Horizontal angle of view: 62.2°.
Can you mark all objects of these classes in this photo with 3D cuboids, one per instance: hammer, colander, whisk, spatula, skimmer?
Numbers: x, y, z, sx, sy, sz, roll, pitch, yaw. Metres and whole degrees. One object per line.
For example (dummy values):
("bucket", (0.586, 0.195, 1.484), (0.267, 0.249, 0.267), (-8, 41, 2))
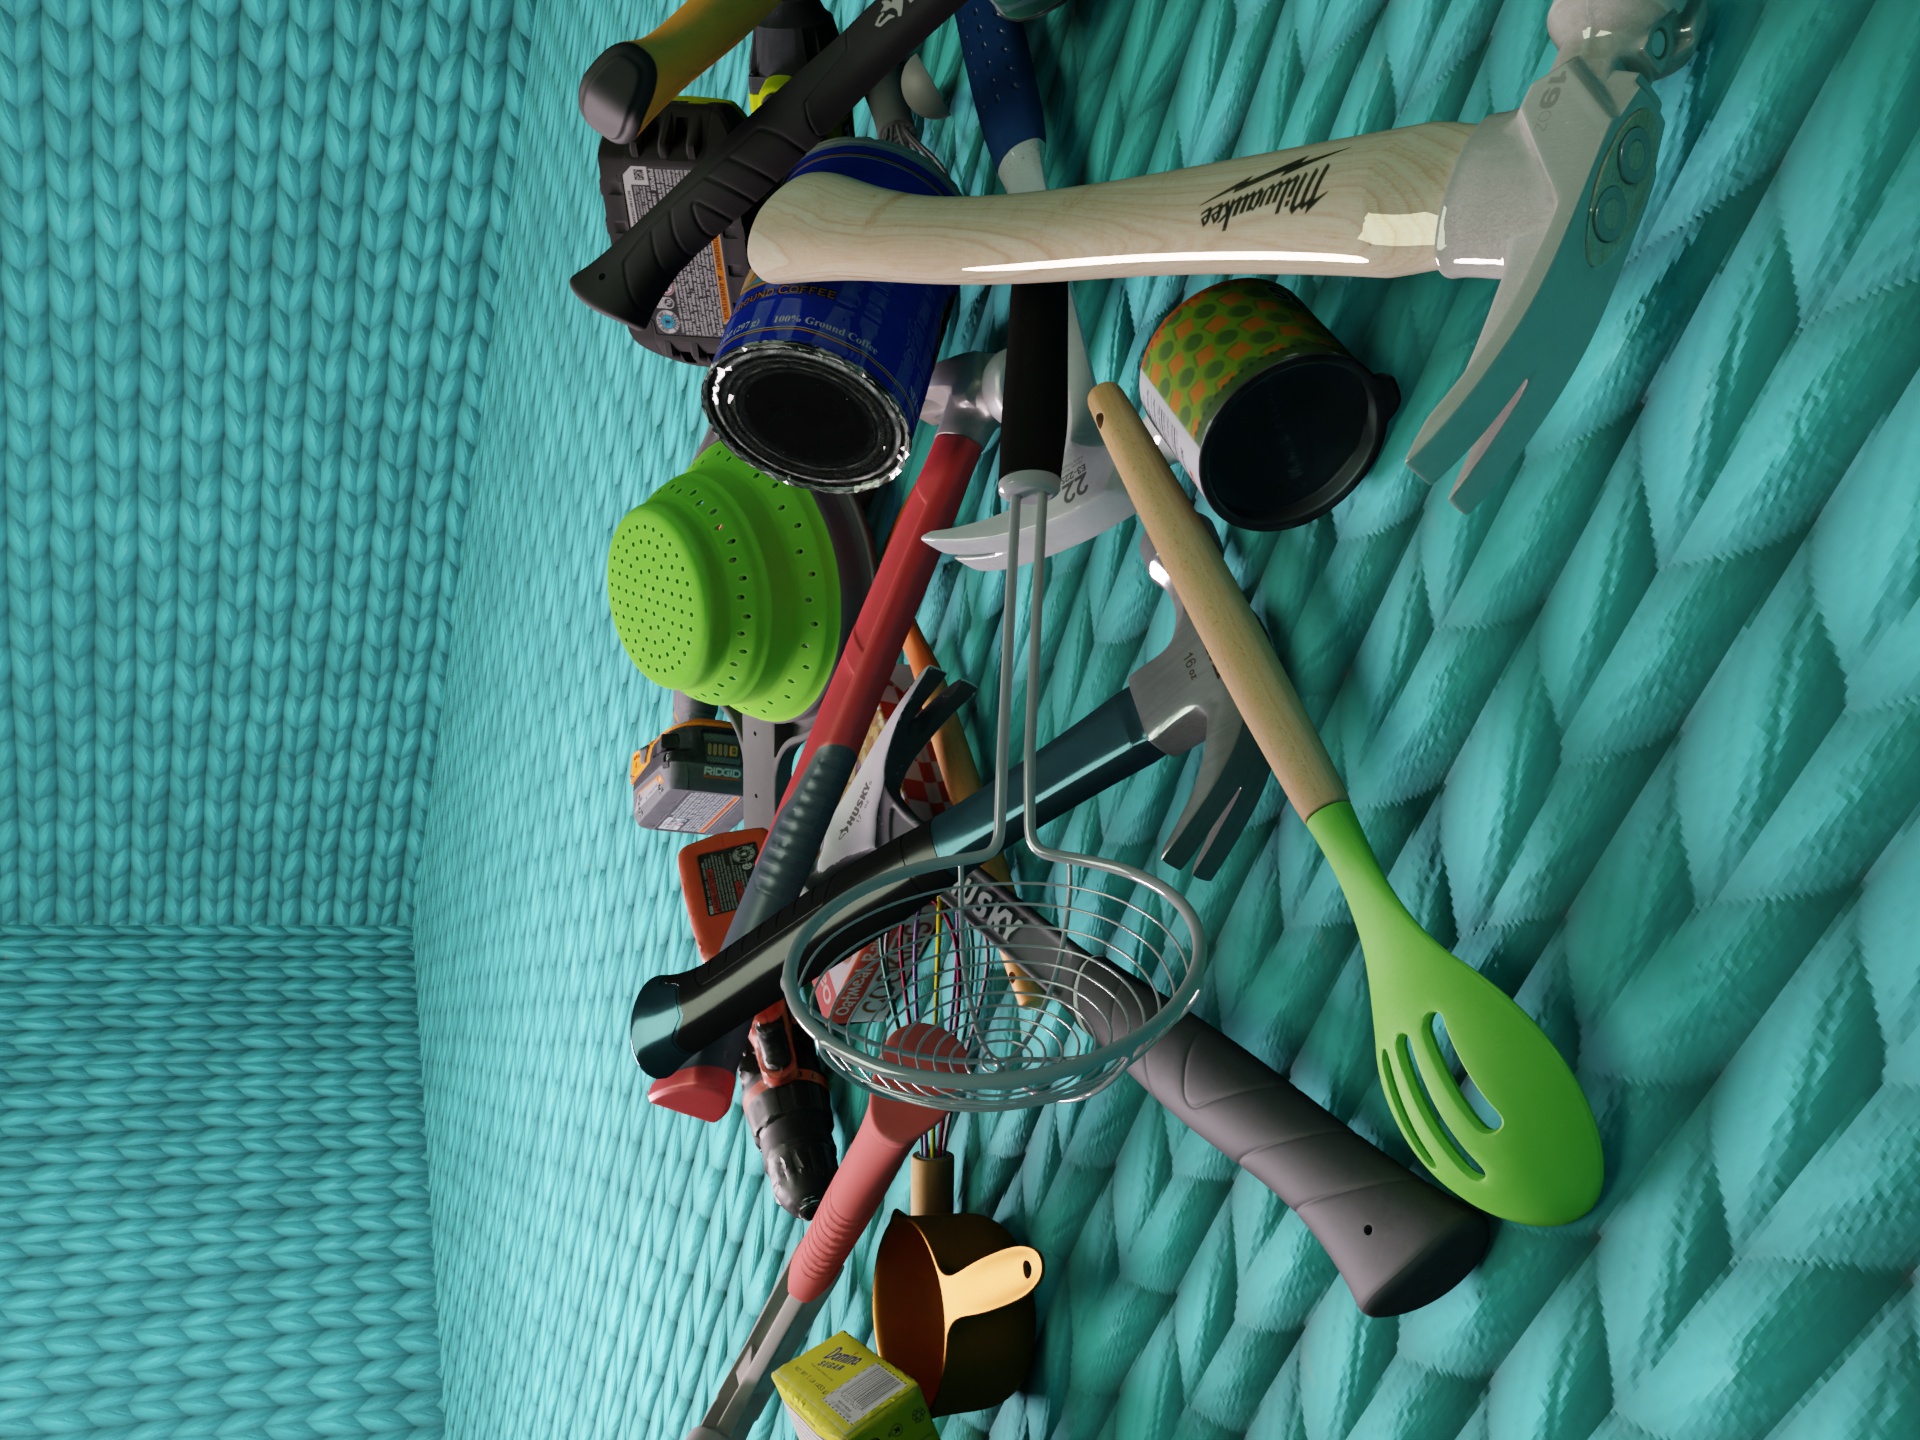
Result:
("hammer", (-0.063, 0.002, 0.770), (0.143, 0.038, 0.386), (9, 75, 64))
("hammer", (-0.081, -0.382, 0.788), (0.337, 0.034, 0.127), (-57, 7, -31))
("hammer", (0.036, -0.162, 0.554), (0.411, 0.038, 0.146), (18, 83, 51))
("colander", (-0.149, -0.003, 0.980), (0.205, 0.094, 0.397), (21, 116, 43))
("hammer", (-0.056, -0.294, 0.716), (0.334, 0.035, 0.146), (-35, 70, 23))
("whisk", (-0.015, 0.194, 0.785), (0.047, 0.051, 0.245), (4, 93, 60))
("hammer", (0.024, -0.245, 0.724), (0.144, 0.035, 0.406), (-32, 51, 32))
("hammer", (-0.015, 0.056, 0.636), (0.331, 0.033, 0.128), (-34, 53, 26))
("hammer", (0.046, 0.095, 0.624), (0.409, 0.036, 0.149), (32, 97, 56))
("spatula", (-0.001, -0.003, 0.807), (0.081, 0.041, 0.323), (-56, 42, 45))
("skimmer", (0.018, -0.045, 0.538), (0.090, 0.127, 0.364), (69, -158, -61))
("hammer", (-0.060, 0.244, 0.759), (0.149, 0.037, 0.358), (-56, -7, -46))
("whisk", (-0.039, -0.335, 0.908), (0.055, 0.055, 0.239), (119, 149, -44))

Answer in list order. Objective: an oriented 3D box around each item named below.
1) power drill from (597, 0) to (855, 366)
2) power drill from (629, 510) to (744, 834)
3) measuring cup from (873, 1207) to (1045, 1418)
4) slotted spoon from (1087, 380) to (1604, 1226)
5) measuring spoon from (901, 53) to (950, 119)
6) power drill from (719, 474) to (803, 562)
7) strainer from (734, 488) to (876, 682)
("power drill", (-0.115, -0.309, 0.884), (0.223, 0.080, 0.171), (-67, -21, -50))
("power drill", (-0.180, -0.046, 1.143), (0.164, 0.084, 0.227), (142, 131, -59))
("measuring cup", (0.016, 0.252, 0.697), (0.173, 0.052, 0.095), (-48, 45, 52))
("slotted spoon", (0.103, 0.009, 0.499), (0.070, 0.031, 0.314), (115, 140, -51))
("measuring spoon", (-0.022, -0.334, 0.854), (0.034, 0.018, 0.124), (58, -173, -17))
("power drill", (-0.119, -0.230, 1.037), (0.187, 0.080, 0.227), (131, 134, -53))
("strainer", (-0.092, -0.097, 0.998), (0.087, 0.050, 0.258), (50, 134, 11))
